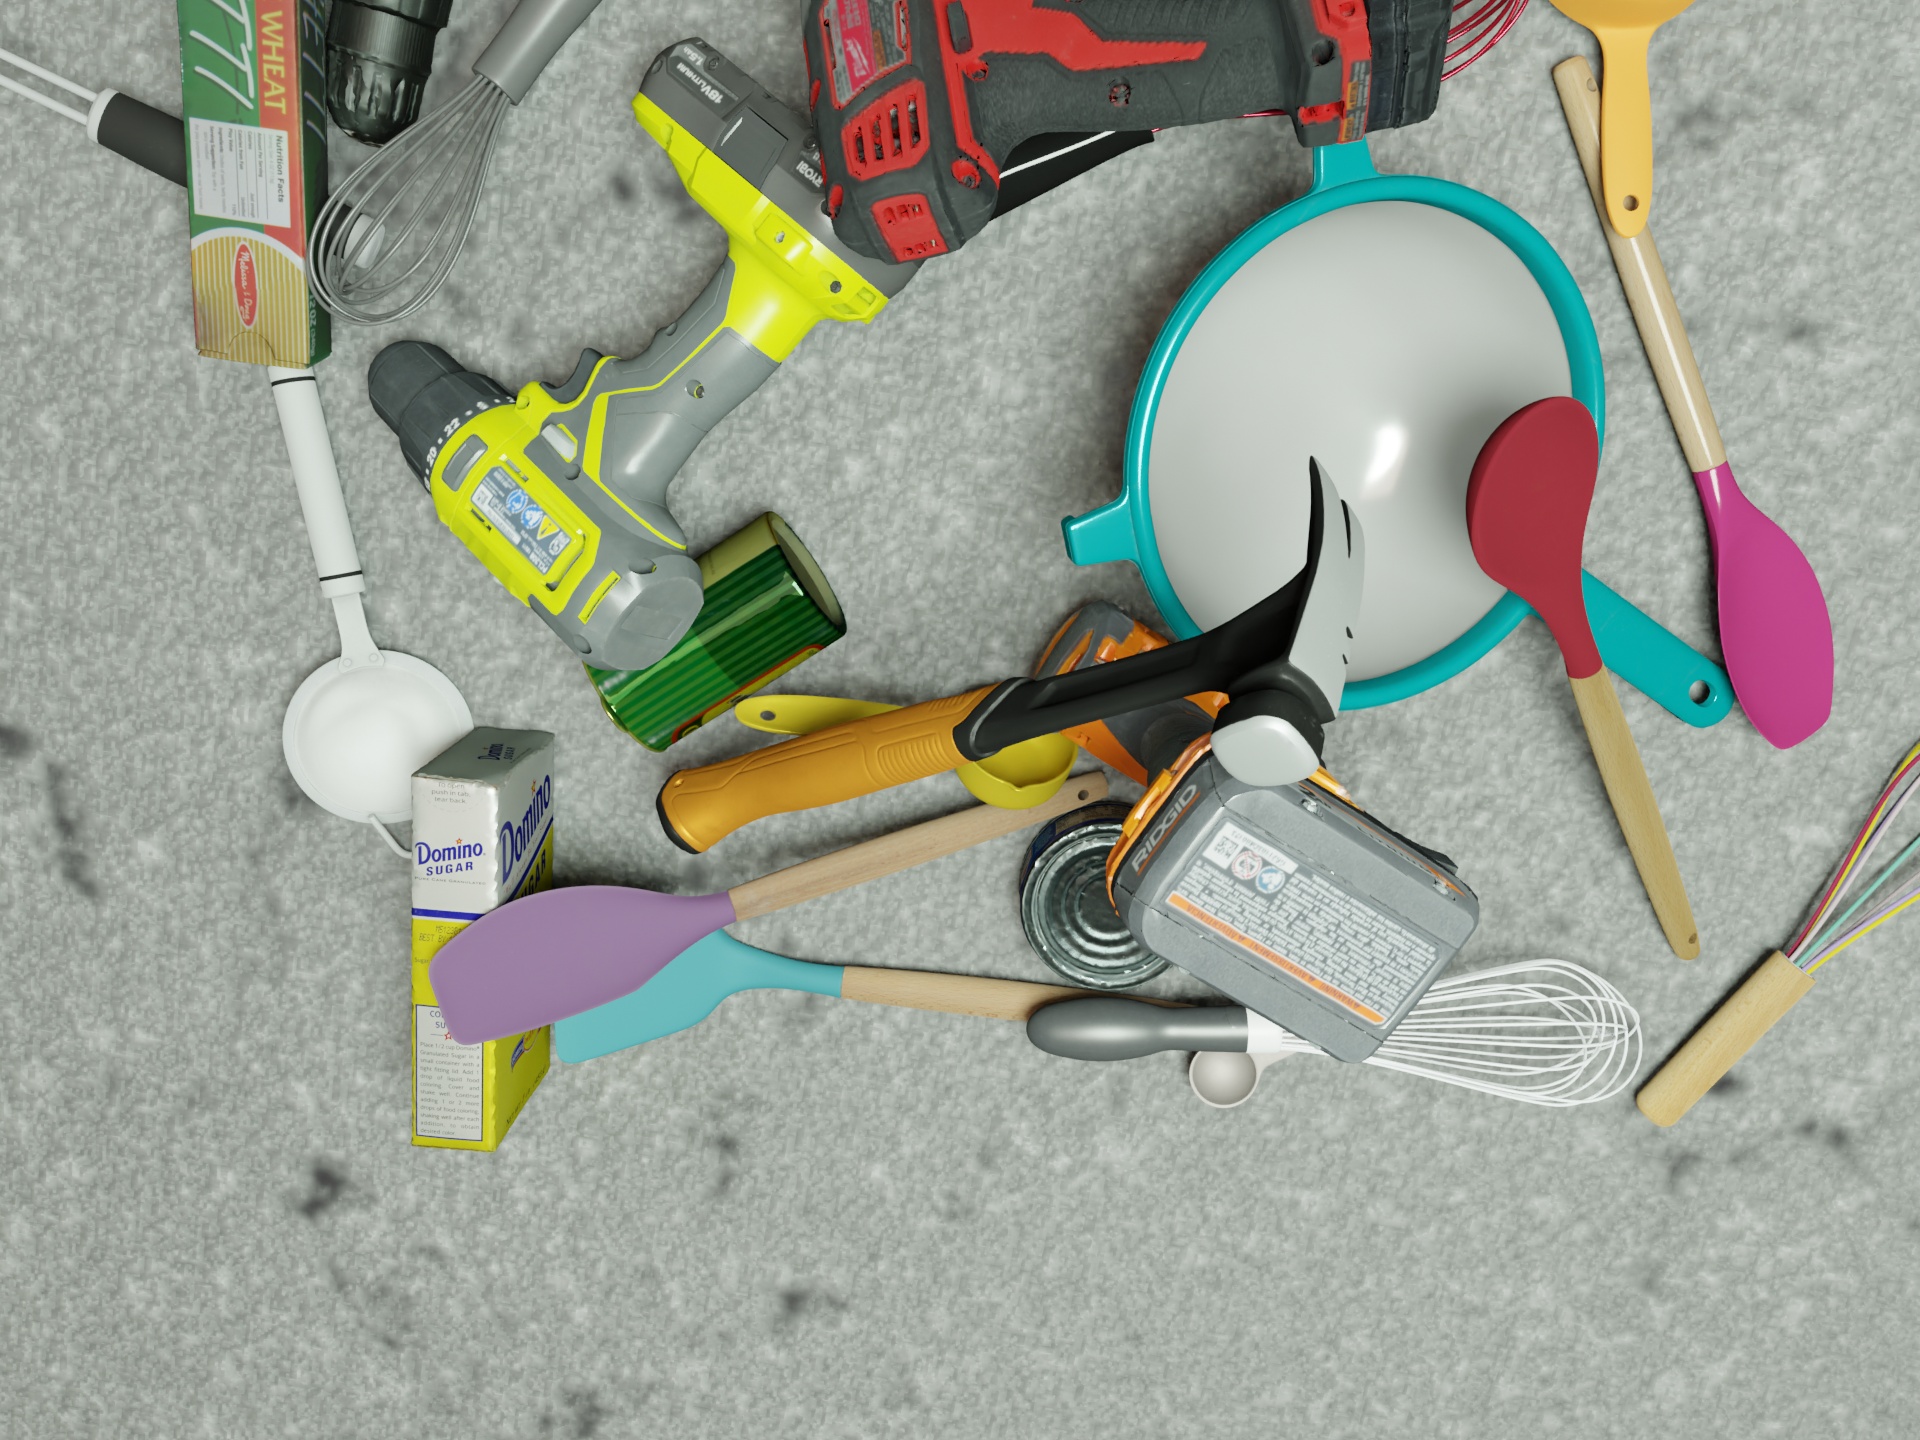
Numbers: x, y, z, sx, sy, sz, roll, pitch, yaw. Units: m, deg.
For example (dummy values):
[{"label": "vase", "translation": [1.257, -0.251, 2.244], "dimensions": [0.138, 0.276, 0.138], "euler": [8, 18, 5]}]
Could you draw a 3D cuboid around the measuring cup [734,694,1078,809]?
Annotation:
[{"label": "measuring cup", "translation": [-0.025, 0.010, 0.725], "dimensions": [0.156, 0.062, 0.029], "euler": [6, 142, -7]}]

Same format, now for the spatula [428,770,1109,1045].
[{"label": "spatula", "translation": [-0.079, 0.074, 0.719], "dimensions": [0.316, 0.018, 0.059], "euler": [-17, 105, -12]}]

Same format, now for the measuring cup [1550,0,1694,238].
[{"label": "measuring cup", "translation": [0.277, -0.287, 0.638], "dimensions": [0.095, 0.052, 0.173], "euler": [-2, 93, -1]}]

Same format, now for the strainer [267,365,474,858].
[{"label": "strainer", "translation": [-0.287, -0.055, 0.738], "dimensions": [0.087, 0.050, 0.258], "euler": [-12, 99, -11]}]

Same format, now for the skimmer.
[{"label": "skimmer", "translation": [-0.424, -0.293, 0.694], "dimensions": [0.363, 0.090, 0.127], "euler": [24, 103, -13]}]

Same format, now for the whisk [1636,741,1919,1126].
[{"label": "whisk", "translation": [0.404, 0.096, 0.743], "dimensions": [0.047, 0.051, 0.245], "euler": [41, 107, 15]}]

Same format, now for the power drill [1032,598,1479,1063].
[{"label": "power drill", "translation": [0.119, 0.039, 0.643], "dimensions": [0.164, 0.227, 0.084], "euler": [31, 104, -16]}]

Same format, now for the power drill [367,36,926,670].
[{"label": "power drill", "translation": [-0.141, -0.161, 0.671], "dimensions": [0.191, 0.080, 0.228], "euler": [44, 101, 20]}]

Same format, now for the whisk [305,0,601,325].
[{"label": "whisk", "translation": [-0.192, -0.266, 0.667], "dimensions": [0.055, 0.055, 0.239], "euler": [36, 89, -6]}]

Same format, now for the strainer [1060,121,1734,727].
[{"label": "strainer", "translation": [0.203, -0.090, 0.691], "dimensions": [0.340, 0.095, 0.211], "euler": [28, 98, -25]}]

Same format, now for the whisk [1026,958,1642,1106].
[{"label": "whisk", "translation": [0.173, 0.143, 0.744], "dimensions": [0.284, 0.070, 0.070], "euler": [0, 103, 3]}]

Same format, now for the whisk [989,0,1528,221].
[{"label": "whisk", "translation": [0.095, -0.262, 0.664], "dimensions": [0.296, 0.073, 0.073], "euler": [-20, 101, 12]}]

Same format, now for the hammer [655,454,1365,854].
[{"label": "hammer", "translation": [-0.001, -0.002, 0.620], "dimensions": [0.337, 0.127, 0.034], "euler": [-16, 129, 40]}]

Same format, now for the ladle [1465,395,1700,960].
[{"label": "ladle", "translation": [0.276, -0.004, 0.681], "dimensions": [0.069, 0.031, 0.315], "euler": [-38, 121, -10]}]

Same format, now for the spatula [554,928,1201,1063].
[{"label": "spatula", "translation": [-0.032, 0.134, 0.766], "dimensions": [0.317, 0.044, 0.082], "euler": [5, 100, 0]}]

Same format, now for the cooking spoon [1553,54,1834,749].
[{"label": "cooking spoon", "translation": [0.320, -0.136, 0.698], "dimensions": [0.069, 0.017, 0.319], "euler": [-27, 100, -21]}]

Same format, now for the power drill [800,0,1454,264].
[{"label": "power drill", "translation": [0.050, -0.255, 0.562], "dimensions": [0.219, 0.078, 0.143], "euler": [-11, 77, 9]}]

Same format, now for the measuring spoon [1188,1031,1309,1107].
[{"label": "measuring spoon", "translation": [0.167, 0.148, 0.778], "dimensions": [0.124, 0.018, 0.034], "euler": [-30, 97, 2]}]
